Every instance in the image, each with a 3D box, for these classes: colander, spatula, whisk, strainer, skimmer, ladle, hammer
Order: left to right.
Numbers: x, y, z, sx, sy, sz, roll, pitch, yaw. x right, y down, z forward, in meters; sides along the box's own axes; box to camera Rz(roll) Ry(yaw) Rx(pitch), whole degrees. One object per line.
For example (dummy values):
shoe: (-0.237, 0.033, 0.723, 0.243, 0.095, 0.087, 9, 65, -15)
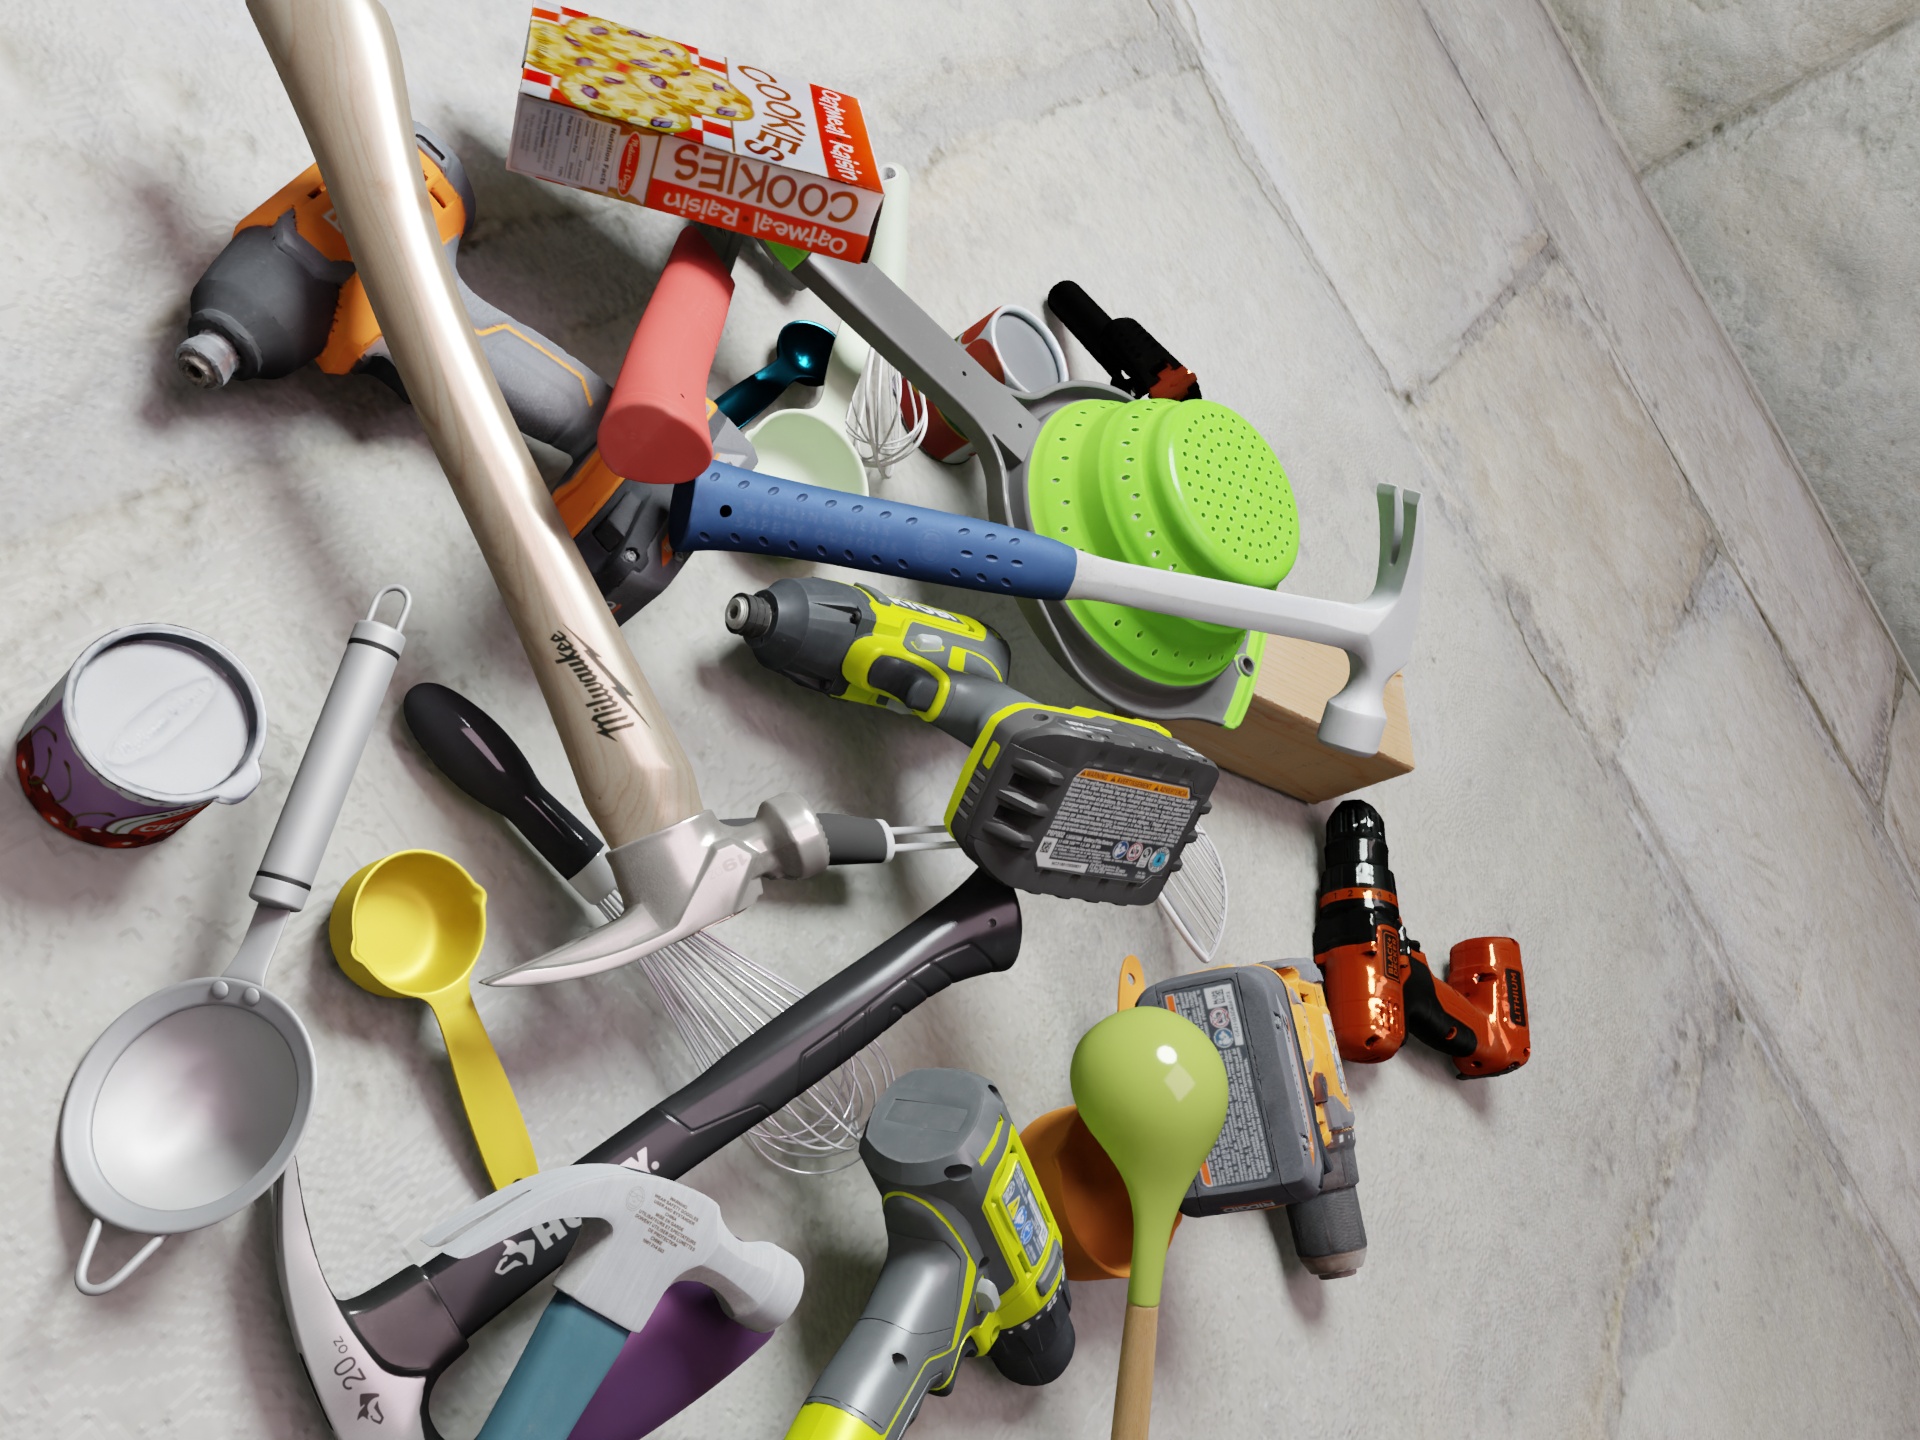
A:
strainer: (-0.240, 0.069, 0.560, 0.050, 0.087, 0.258, 75, 28, -70)
spatula: (-0.192, 0.266, 0.515, 0.316, 0.018, 0.059, -27, 99, -36)
hammer: (-0.175, 0.292, 0.493, 0.128, 0.033, 0.331, 44, 61, -27)
hammer: (-0.196, -0.099, 0.632, 0.146, 0.038, 0.410, -24, 92, -25)
whisk: (-0.133, 0.089, 0.687, 0.284, 0.070, 0.070, 48, 44, -11)
hammer: (-0.132, -0.213, 0.755, 0.149, 0.036, 0.359, 40, 25, -24)
hammer: (-0.103, 0.151, 0.629, 0.335, 0.035, 0.146, -32, 95, -31)
whisk: (-0.045, -0.247, 0.955, 0.059, 0.058, 0.247, 66, 21, -56)
skimmer: (0.000, 0.081, 0.837, 0.363, 0.090, 0.127, 1, 43, -34)
colander: (0.062, -0.158, 0.851, 0.396, 0.094, 0.205, 40, 50, -22)
hammer: (0.061, -0.075, 0.768, 0.405, 0.035, 0.144, 8, 103, -27)
ladle: (0.079, 0.297, 0.752, 0.078, 0.062, 0.320, 6, 89, -16)

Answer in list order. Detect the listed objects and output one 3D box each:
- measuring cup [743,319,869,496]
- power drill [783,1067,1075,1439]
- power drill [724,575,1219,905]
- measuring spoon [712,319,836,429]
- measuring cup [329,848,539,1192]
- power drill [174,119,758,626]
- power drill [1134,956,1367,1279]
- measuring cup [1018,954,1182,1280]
measuring cup: (-0.080, -0.161, 0.863, 0.083, 0.038, 0.168, 31, 58, -29)
power drill: (-0.019, 0.288, 0.664, 0.229, 0.080, 0.190, -58, 139, -42)
power drill: (-0.001, -0.002, 0.767, 0.171, 0.223, 0.080, 12, 107, -44)
measuring spoon: (-0.110, -0.179, 0.875, 0.042, 0.021, 0.129, 43, 53, 0)
measuring cup: (-0.202, 0.126, 0.625, 0.062, 0.029, 0.156, -27, 102, -50)
power drill: (-0.216, -0.141, 0.699, 0.226, 0.084, 0.164, 42, 48, -18)
power drill: (0.173, 0.222, 0.876, 0.226, 0.084, 0.185, 24, 54, -66)
measuring cup: (0.069, 0.207, 0.836, 0.095, 0.052, 0.174, 33, 48, -30)
